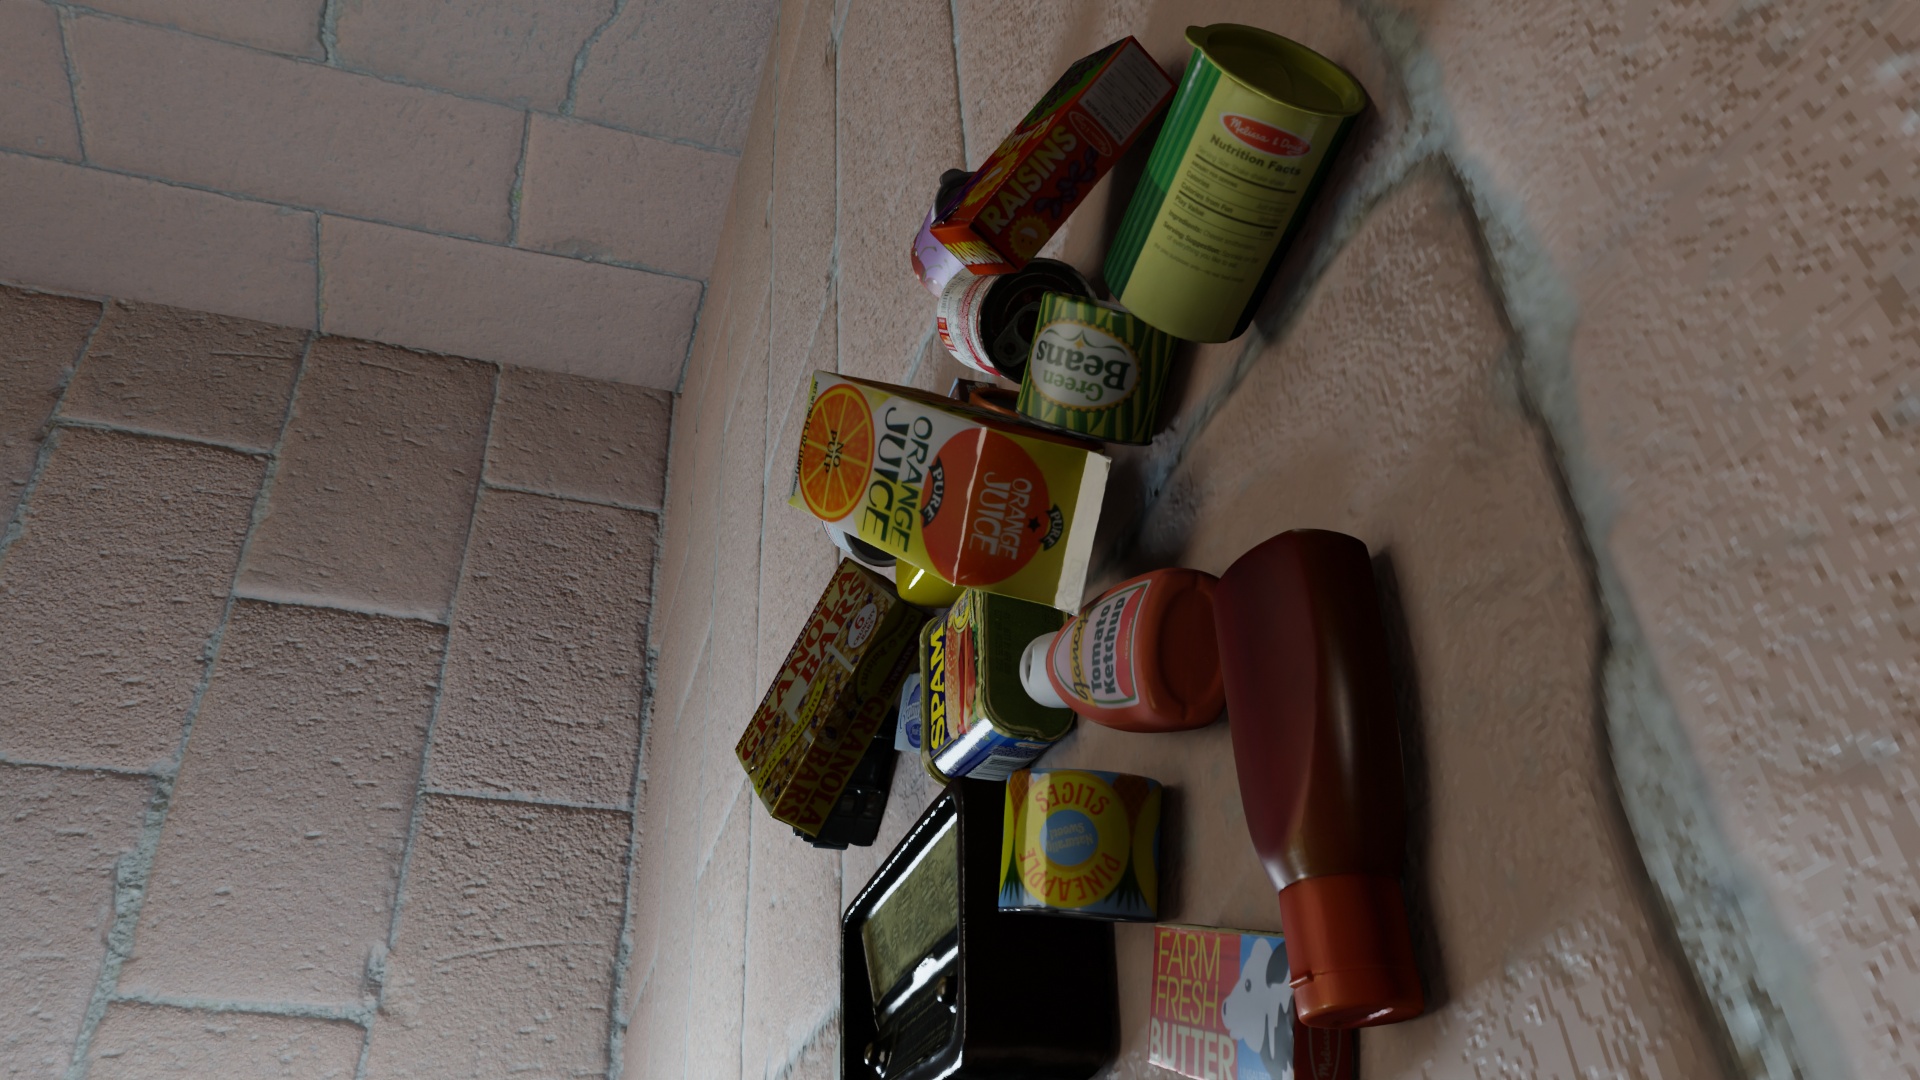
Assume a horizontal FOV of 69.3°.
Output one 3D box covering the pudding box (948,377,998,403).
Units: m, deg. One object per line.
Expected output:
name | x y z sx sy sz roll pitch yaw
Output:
pudding box | 0.001 -0.059 0.905 0.050 0.030 0.083 -96 22 -44

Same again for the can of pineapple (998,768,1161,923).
can of pineapple | 0.050 0.127 0.578 0.070 0.071 0.058 142 135 -67

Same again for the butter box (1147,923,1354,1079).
butter box | 0.098 0.161 0.478 0.103 0.024 0.053 145 132 -67

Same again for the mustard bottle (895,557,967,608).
mustard bottle | 0.003 -0.011 0.839 0.159 0.049 0.065 129 151 -59

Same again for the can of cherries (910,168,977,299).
can of cherries | 0.005 -0.195 0.891 0.058 0.071 0.072 130 145 -62

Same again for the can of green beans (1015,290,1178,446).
can of green beans | 0.064 -0.080 0.641 0.071 0.071 0.057 -130 51 -68

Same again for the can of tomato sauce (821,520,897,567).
can of tomato sauce | -0.063 -0.019 1.039 0.083 0.071 0.071 -157 76 -73

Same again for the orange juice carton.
orange juice carton | 0.000 -0.026 0.656 0.193 0.073 0.071 24 105 50

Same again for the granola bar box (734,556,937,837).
granola bar box | -0.089 0.102 0.953 0.165 0.039 0.124 -60 24 0

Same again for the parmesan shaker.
parmesan shaker | 0.100 -0.138 0.539 0.072 0.071 0.102 -99 24 -46

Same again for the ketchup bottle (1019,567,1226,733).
ketchup bottle | 0.068 0.052 0.601 0.148 0.043 0.065 152 127 -70

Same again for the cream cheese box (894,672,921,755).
cream cheese box | -0.015 0.111 0.880 0.103 0.024 0.053 162 117 -72

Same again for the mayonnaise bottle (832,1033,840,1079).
mayonnaise bottle | -0.043 0.282 0.861 0.065 0.041 0.147 -117 40 -61

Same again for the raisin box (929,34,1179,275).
raisin box | 0.045 -0.194 0.710 0.123 0.040 0.086 -49 18 -2

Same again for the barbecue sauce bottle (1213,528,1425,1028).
barbecue sauce bottle | 0.113 0.074 0.438 0.064 0.044 0.149 123 151 -55

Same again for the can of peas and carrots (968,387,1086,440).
can of peas and carrots | 0.029 -0.045 0.737 0.071 0.071 0.058 -123 45 -66
